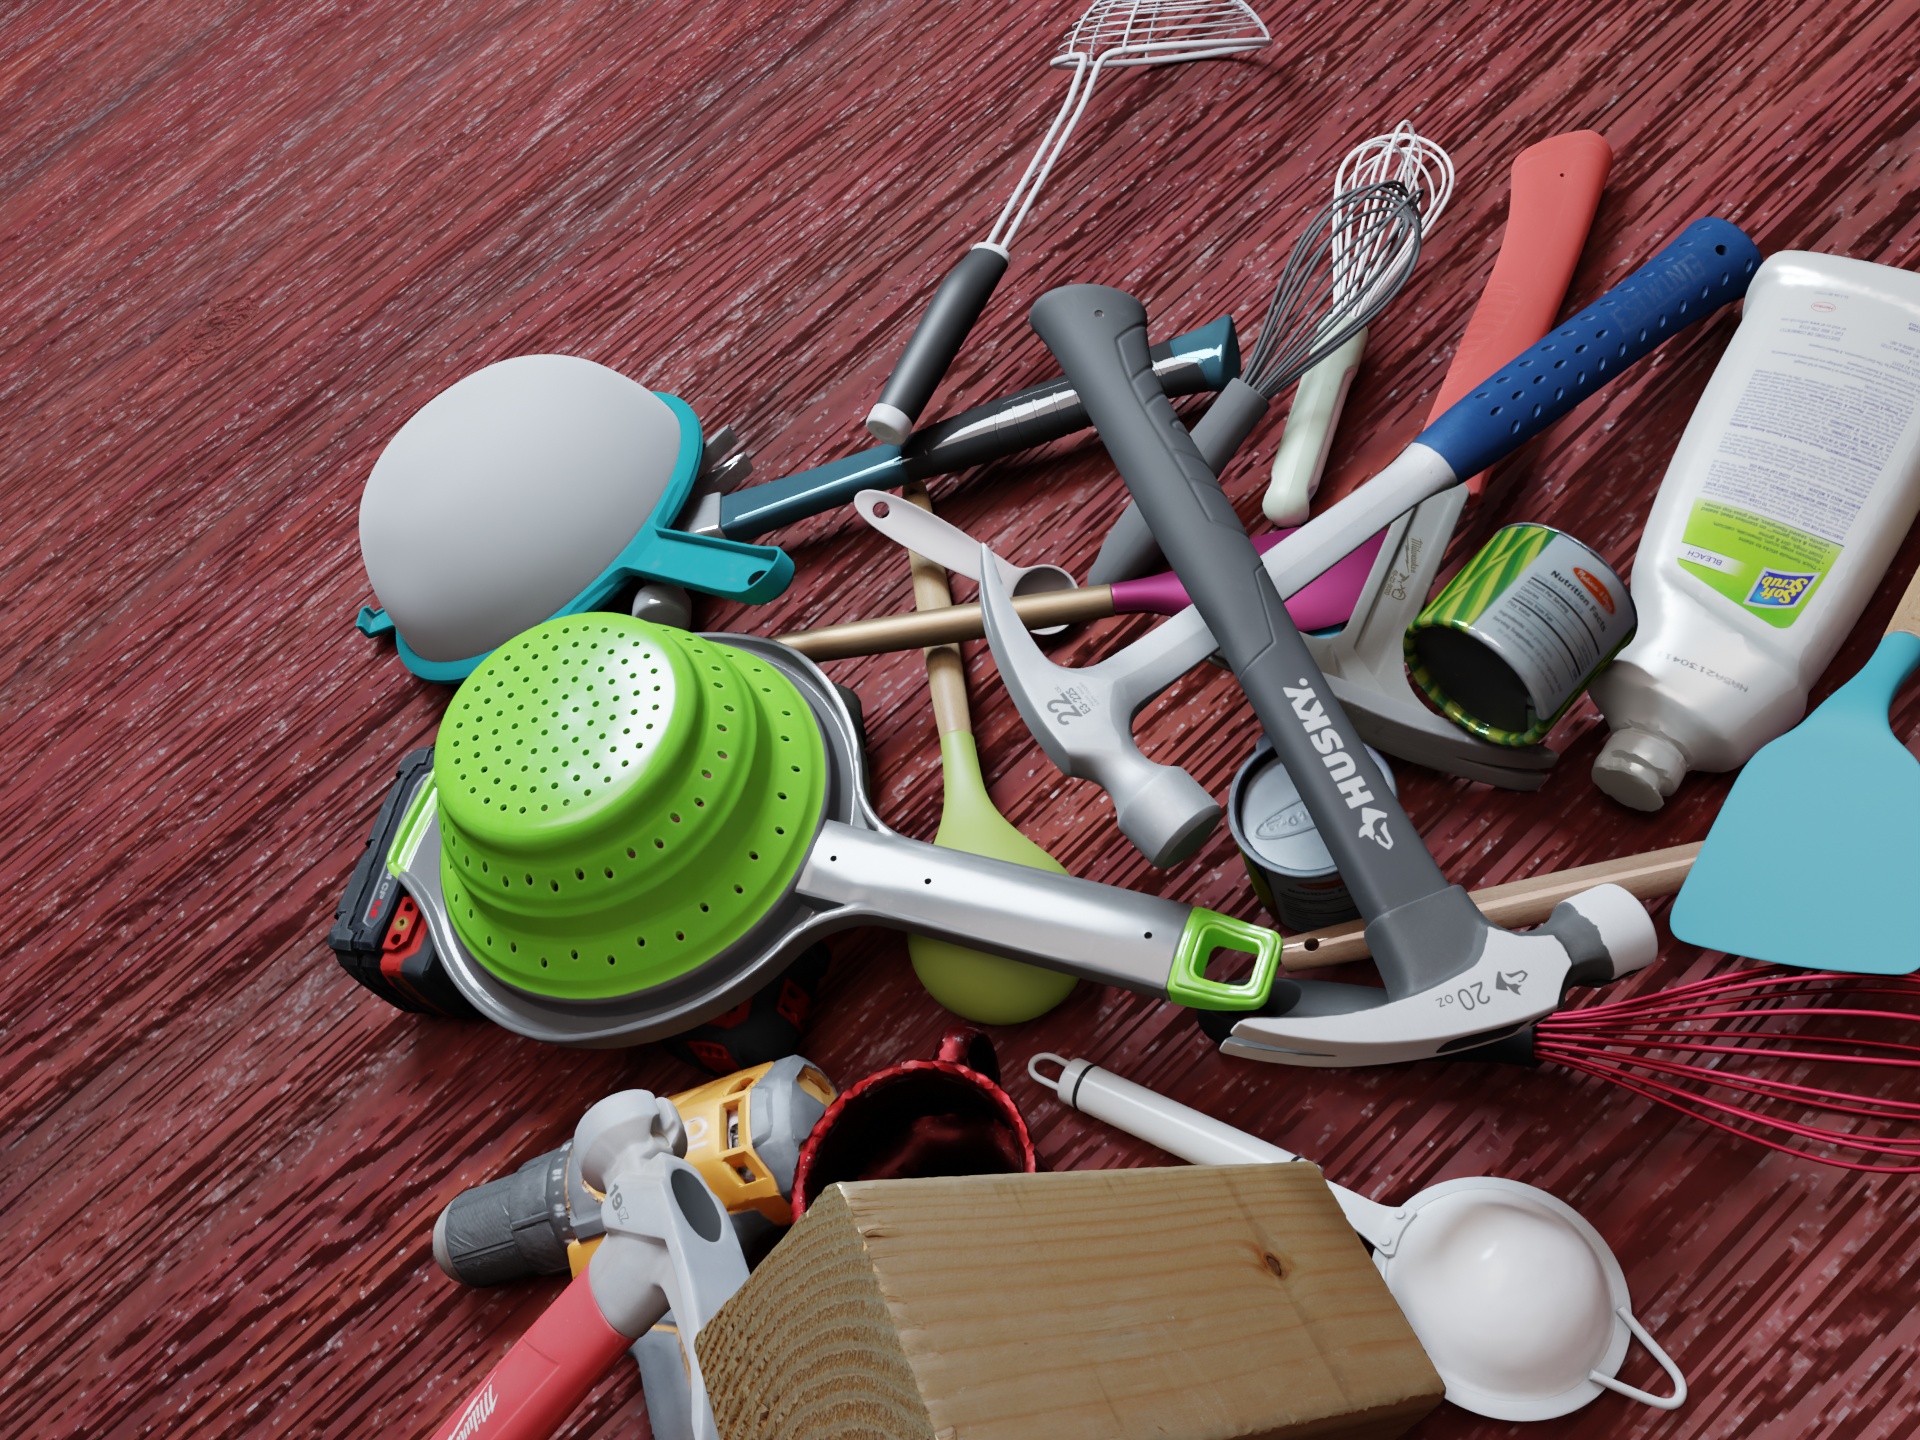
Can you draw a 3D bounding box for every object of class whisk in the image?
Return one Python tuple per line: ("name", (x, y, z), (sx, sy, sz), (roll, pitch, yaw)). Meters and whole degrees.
("whisk", (0.137, -0.153, 0.750), (0.239, 0.055, 0.055), (-52, 53, 9))
("whisk", (0.194, -0.201, 0.793), (0.059, 0.057, 0.246), (16, 69, 15))
("whisk", (0.226, 0.114, 0.568), (0.296, 0.073, 0.073), (-1, 58, 28))

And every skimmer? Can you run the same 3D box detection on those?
("skimmer", (0.057, -0.279, 0.874), (0.127, 0.090, 0.363), (11, 65, 39))

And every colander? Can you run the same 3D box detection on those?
("colander", (-0.073, 0.038, 0.626), (0.397, 0.094, 0.205), (11, 61, 23))

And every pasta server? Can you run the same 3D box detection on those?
("pasta server", (0.278, 0.058, 0.598), (0.316, 0.040, 0.060), (-15, 54, 14))

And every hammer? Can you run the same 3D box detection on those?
("hammer", (0.244, -0.139, 0.727), (0.149, 0.036, 0.359), (23, 64, 13))
("hammer", (-0.015, -0.137, 0.820), (0.331, 0.033, 0.128), (-17, 45, 10))
("hammer", (-0.205, 0.310, 0.539), (0.386, 0.038, 0.143), (-49, 38, 9))
("hammer", (0.103, -0.032, 0.587), (0.146, 0.035, 0.335), (-19, 66, -12))
("hammer", (0.187, -0.106, 0.668), (0.405, 0.035, 0.144), (-35, 68, -17))

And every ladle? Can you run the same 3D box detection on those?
("ladle", (-0.001, -0.002, 0.749), (0.078, 0.062, 0.321), (-18, 47, 8))

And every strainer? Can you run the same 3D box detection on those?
("strainer", (0.130, 0.172, 0.578), (0.259, 0.050, 0.087), (18, 51, 33))
("strainer", (-0.208, -0.116, 0.808), (0.341, 0.095, 0.211), (16, 64, 48))

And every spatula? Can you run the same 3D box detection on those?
("spatula", (0.363, -0.034, 0.597), (0.082, 0.044, 0.317), (3, 41, 50))

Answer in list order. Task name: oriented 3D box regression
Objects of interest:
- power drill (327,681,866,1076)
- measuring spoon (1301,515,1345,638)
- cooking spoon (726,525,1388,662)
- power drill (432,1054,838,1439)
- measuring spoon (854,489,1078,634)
("power drill", (-0.156, 0.063, 0.739), (0.227, 0.080, 0.188), (3, 60, 20))
("measuring spoon", (0.165, -0.043, 0.723), (0.042, 0.021, 0.129), (0, 49, 13))
("cooking spoon", (0.045, -0.052, 0.734), (0.319, 0.017, 0.069), (-9, 47, 6))
("power drill", (-0.128, 0.253, 0.601), (0.185, 0.084, 0.226), (-20, 49, 16))
("measuring spoon", (0.003, -0.079, 0.778), (0.124, 0.018, 0.034), (30, 88, 8))
